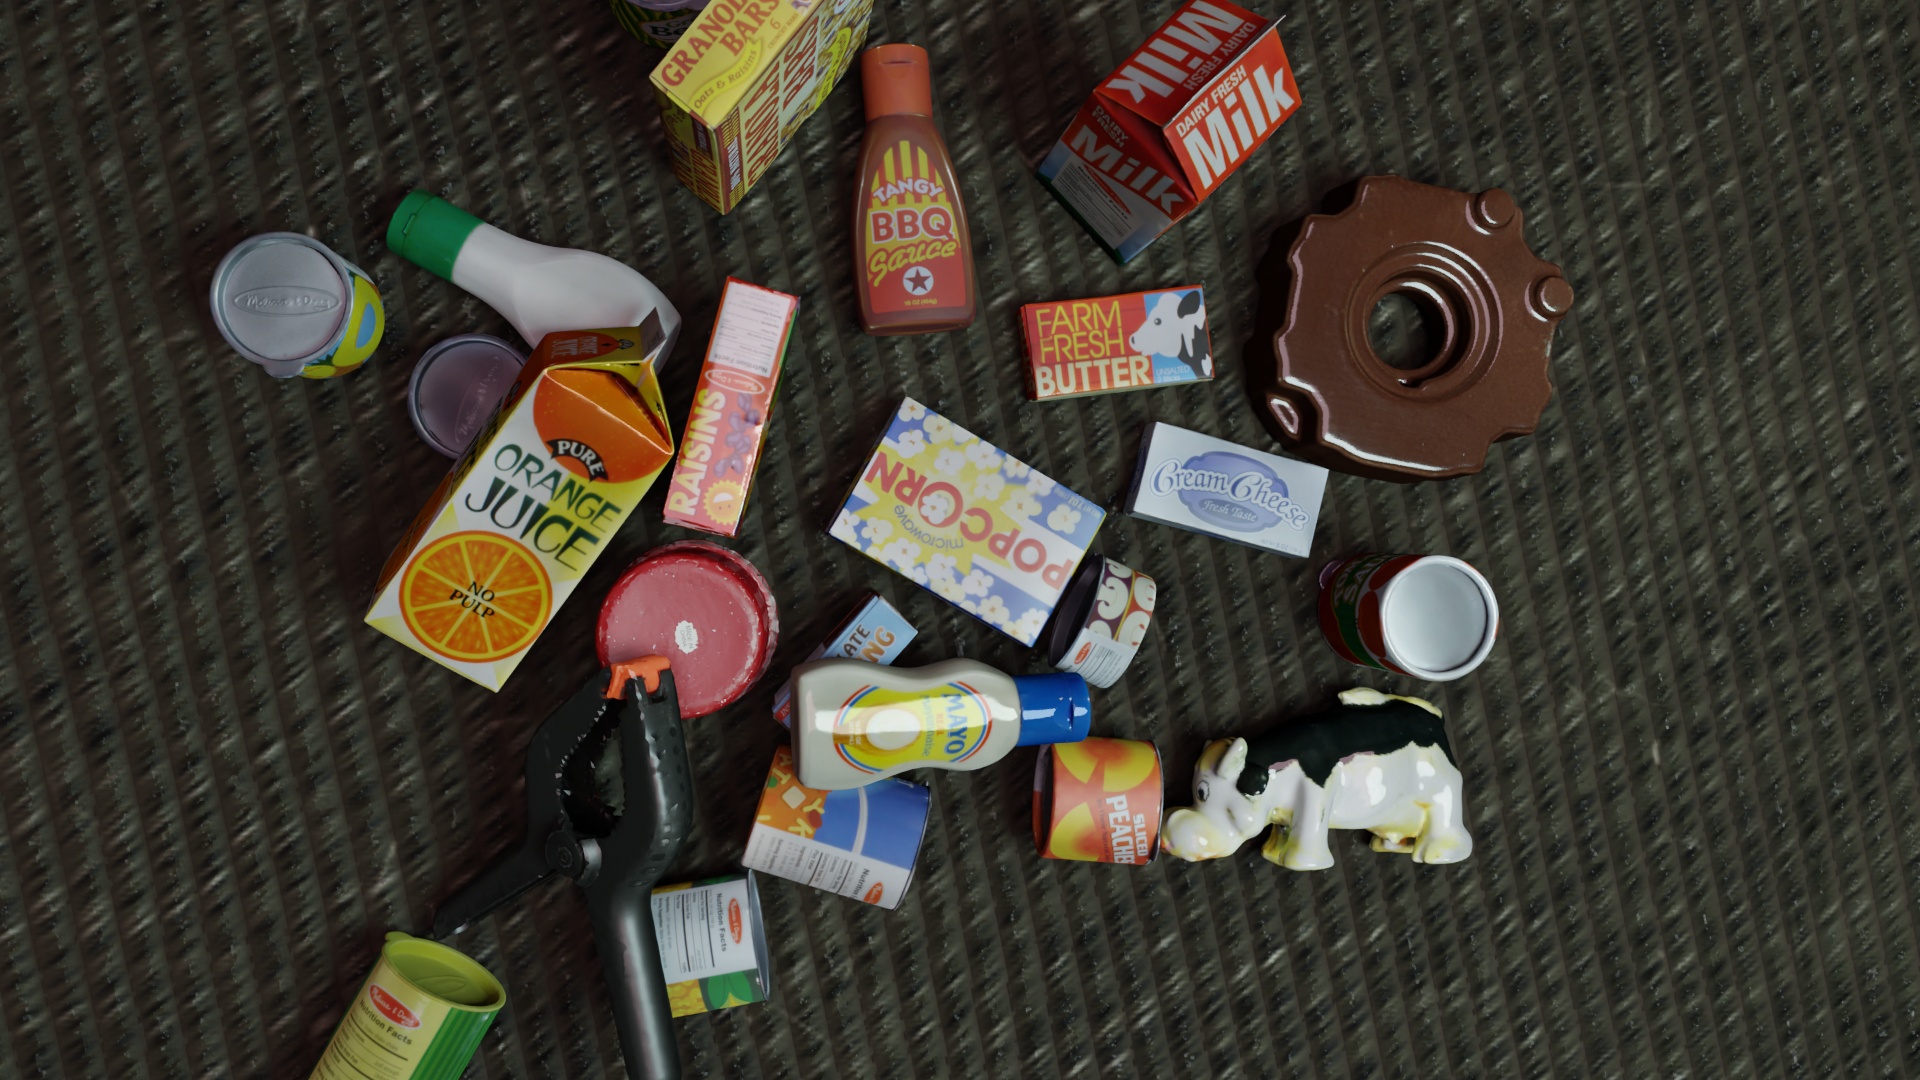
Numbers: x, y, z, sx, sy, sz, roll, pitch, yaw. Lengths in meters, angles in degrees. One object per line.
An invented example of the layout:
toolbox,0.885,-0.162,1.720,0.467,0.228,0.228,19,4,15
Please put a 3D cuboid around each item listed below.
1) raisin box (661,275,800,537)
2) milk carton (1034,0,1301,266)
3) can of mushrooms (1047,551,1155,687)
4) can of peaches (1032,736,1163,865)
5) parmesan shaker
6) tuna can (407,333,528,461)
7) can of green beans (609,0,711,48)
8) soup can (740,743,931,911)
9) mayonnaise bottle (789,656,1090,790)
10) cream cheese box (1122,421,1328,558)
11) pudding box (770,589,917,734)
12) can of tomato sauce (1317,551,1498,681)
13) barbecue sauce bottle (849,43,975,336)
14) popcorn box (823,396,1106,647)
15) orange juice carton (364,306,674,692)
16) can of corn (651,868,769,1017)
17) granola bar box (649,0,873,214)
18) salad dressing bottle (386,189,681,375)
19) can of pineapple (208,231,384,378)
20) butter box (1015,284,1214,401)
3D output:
raisin box,-0.117,-0.064,0.708,0.040,0.086,0.123,15,88,-8
milk carton,0.102,-0.202,0.683,0.072,0.190,0.073,-45,95,-5
can of mushrooms,0.076,0.041,0.741,0.033,0.071,0.071,24,87,-6
can of peaches,0.072,0.138,0.736,0.058,0.071,0.071,6,89,-6
parmesan shaker,-0.286,0.260,0.694,0.071,0.071,0.103,30,87,-6
tuna can,-0.245,-0.071,0.718,0.071,0.033,0.071,0,89,-7
can of green beans,-0.153,-0.296,0.720,0.071,0.058,0.071,0,89,-7
soup can,-0.064,0.146,0.723,0.084,0.071,0.071,18,87,-6
mayonnaise bottle,-0.010,0.088,0.698,0.148,0.041,0.064,-2,95,-14
cream cheese box,0.147,-0.028,0.771,0.104,0.024,0.053,14,86,-7
pudding box,-0.062,0.066,0.731,0.030,0.049,0.084,43,85,-6
can of tomato sauce,0.239,0.038,0.752,0.071,0.083,0.071,0,90,-7
barbecue sauce bottle,-0.029,-0.186,0.741,0.065,0.043,0.148,-5,90,-6
popcorn box,0.003,-0.009,0.745,0.127,0.038,0.085,30,86,-6
orange juice carton,-0.201,-0.030,0.675,0.073,0.072,0.192,34,100,-24
can of corn,-0.132,0.209,0.714,0.058,0.071,0.071,-9,91,-6
granola bar box,-0.092,-0.233,0.673,0.039,0.165,0.124,38,85,-6
salad dressing bottle,-0.220,-0.131,0.718,0.148,0.044,0.064,28,95,-5
can of pineapple,-0.331,-0.115,0.696,0.071,0.058,0.071,0,90,-7
butter box,0.085,-0.108,0.764,0.103,0.024,0.053,-7,91,-7
